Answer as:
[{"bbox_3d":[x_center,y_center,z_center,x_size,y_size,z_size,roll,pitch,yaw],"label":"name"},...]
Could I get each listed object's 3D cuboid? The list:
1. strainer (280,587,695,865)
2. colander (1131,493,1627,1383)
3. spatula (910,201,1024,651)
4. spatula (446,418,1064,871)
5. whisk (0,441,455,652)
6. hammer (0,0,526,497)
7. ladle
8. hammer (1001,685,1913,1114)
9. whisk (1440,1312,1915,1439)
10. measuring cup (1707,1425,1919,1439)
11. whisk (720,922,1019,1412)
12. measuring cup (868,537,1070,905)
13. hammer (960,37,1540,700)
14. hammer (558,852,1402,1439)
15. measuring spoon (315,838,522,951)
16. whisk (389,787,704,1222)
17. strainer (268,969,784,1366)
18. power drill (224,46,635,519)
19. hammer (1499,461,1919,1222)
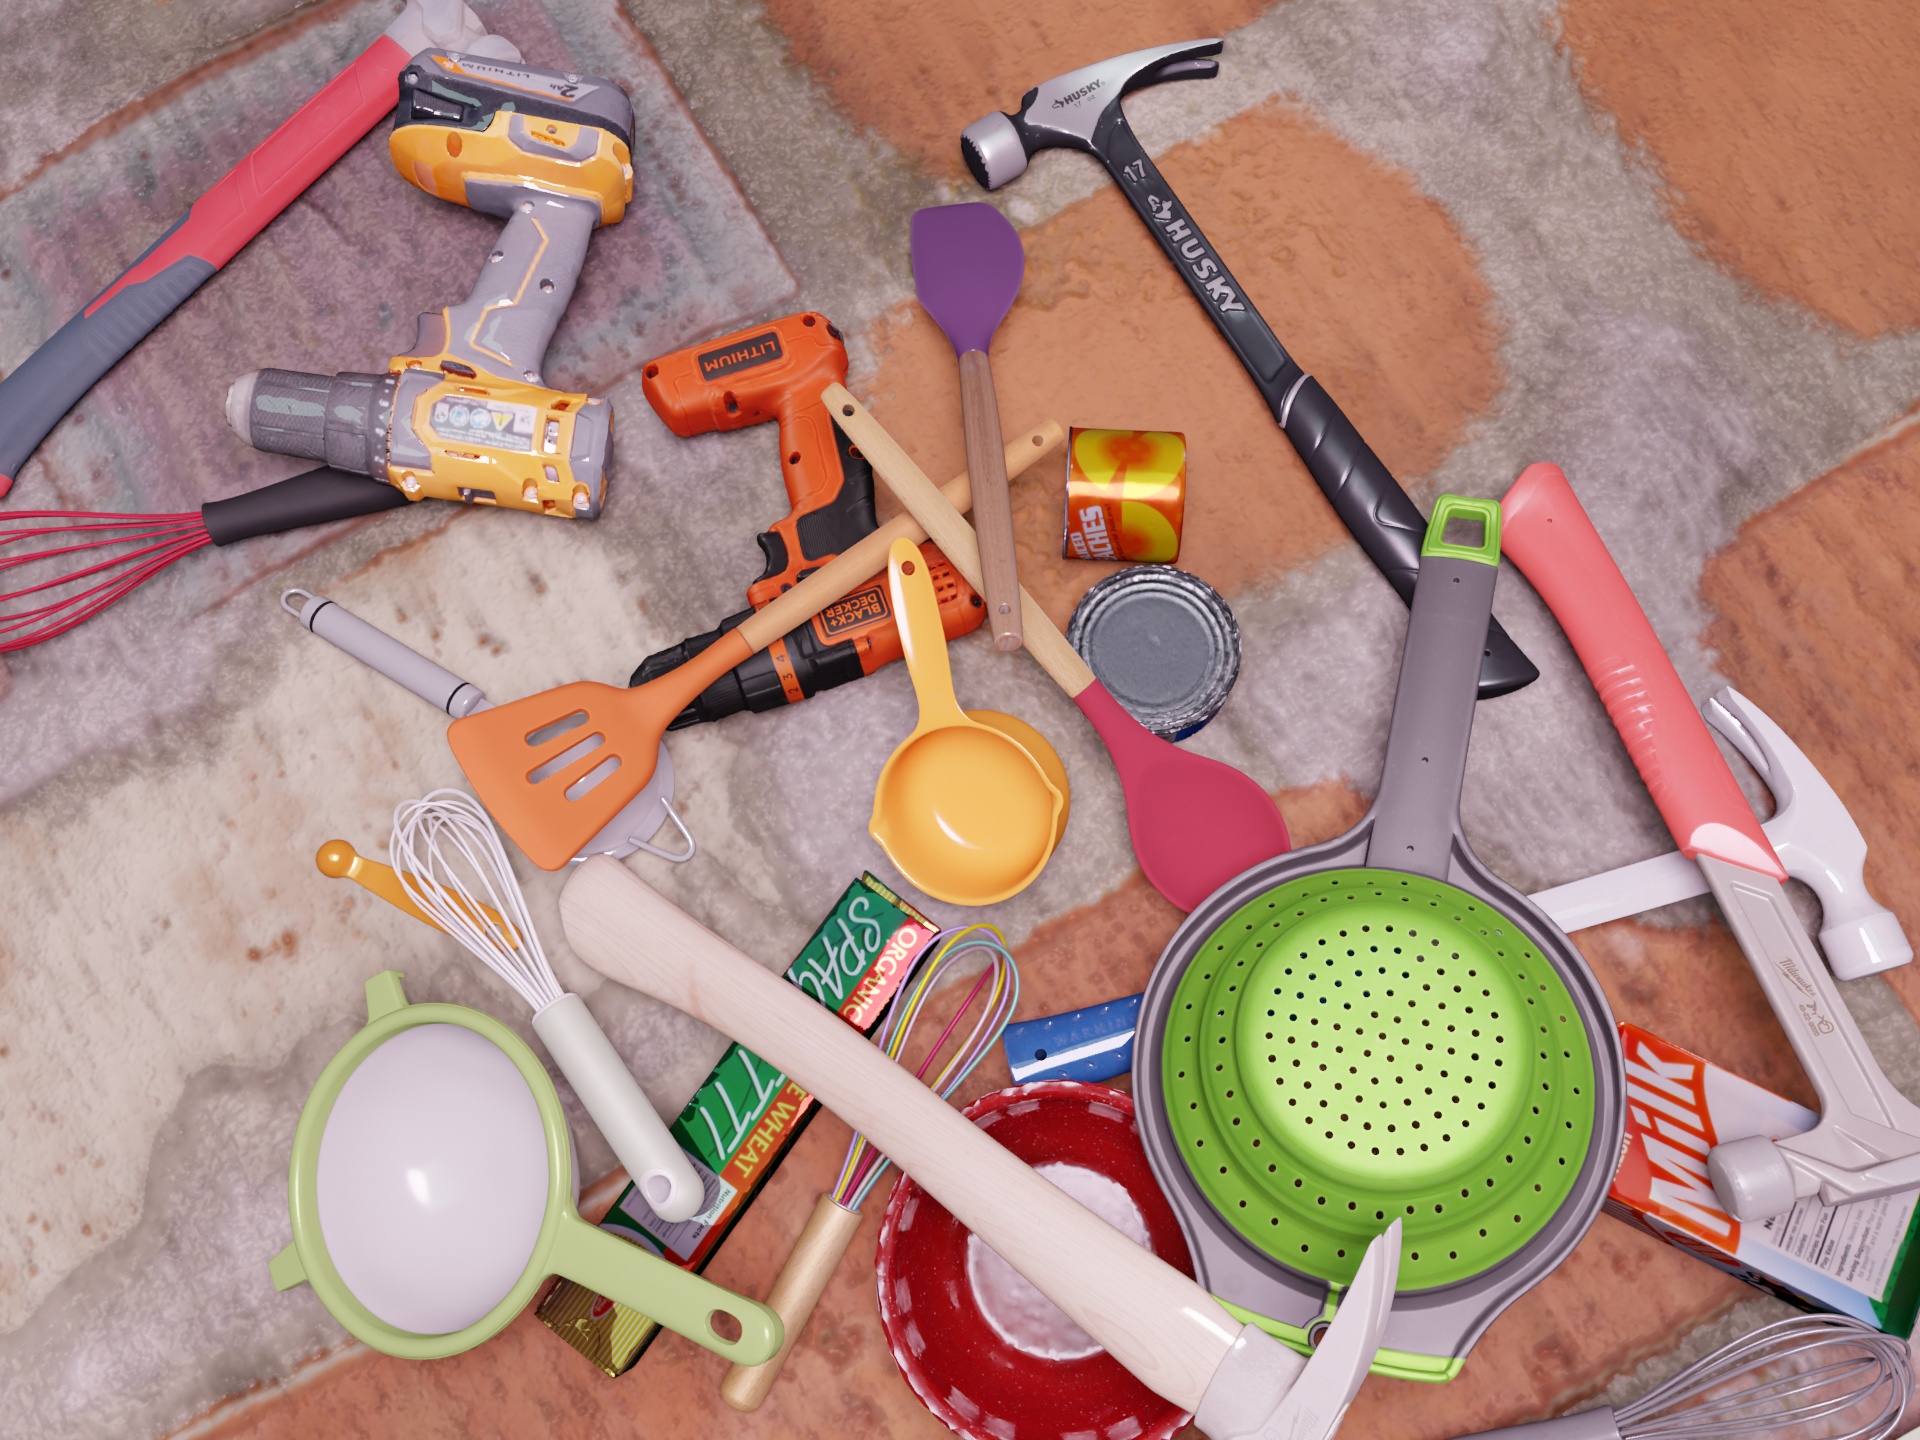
[{"bbox_3d":[-0.243,-0.005,0.797,0.258,0.050,0.087,29,64,13],"label":"strainer"},{"bbox_3d":[0.188,0.062,0.669,0.204,0.094,0.397,10,70,15],"label":"colander"},{"bbox_3d":[0.011,-0.158,0.774,0.060,0.018,0.316,-6,53,2],"label":"spatula"},{"bbox_3d":[-0.080,-0.052,0.742,0.322,0.041,0.081,-35,88,-10],"label":"spatula"},{"bbox_3d":[-0.406,-0.096,0.821,0.296,0.073,0.073,-17,76,-7],"label":"whisk"},{"bbox_3d":[-0.424,-0.274,0.874,0.143,0.038,0.386,41,82,13],"label":"hammer"},{"bbox_3d":[0.040,-0.034,0.743,0.069,0.031,0.315,-41,92,-5],"label":"ladle"},{"bbox_3d":[0.217,0.101,0.743,0.405,0.035,0.144,-16,70,0],"label":"hammer"},{"bbox_3d":[0.276,0.300,0.668,0.239,0.055,0.055,-23,75,16],"label":"whisk"},{"bbox_3d":[0.371,0.329,0.681,0.167,0.038,0.083,-24,76,-5],"label":"measuring cup"},{"bbox_3d":[-0.040,0.205,0.734,0.051,0.047,0.245,27,84,16],"label":"whisk"},{"bbox_3d":[-0.001,-0.002,0.748,0.095,0.052,0.173,-11,96,18],"label":"measuring cup"},{"bbox_3d":[0.166,-0.183,0.821,0.149,0.036,0.409,-31,77,-6],"label":"hammer"},{"bbox_3d":[-0.020,0.160,0.667,0.411,0.038,0.146,31,106,28],"label":"hammer"},{"bbox_3d":[-0.269,0.087,0.788,0.117,0.011,0.021,23,78,8],"label":"measuring spoon"},{"bbox_3d":[-0.193,0.129,0.742,0.058,0.059,0.246,-43,72,12],"label":"whisk"},{"bbox_3d":[-0.178,0.218,0.702,0.256,0.069,0.151,16,86,23],"label":"strainer"},{"bbox_3d":[-0.263,-0.222,0.816,0.185,0.084,0.226,7,78,-10],"label":"power drill"},{"bbox_3d":[0.336,0.029,0.708,0.149,0.036,0.359,-17,61,2],"label":"hammer"}]
